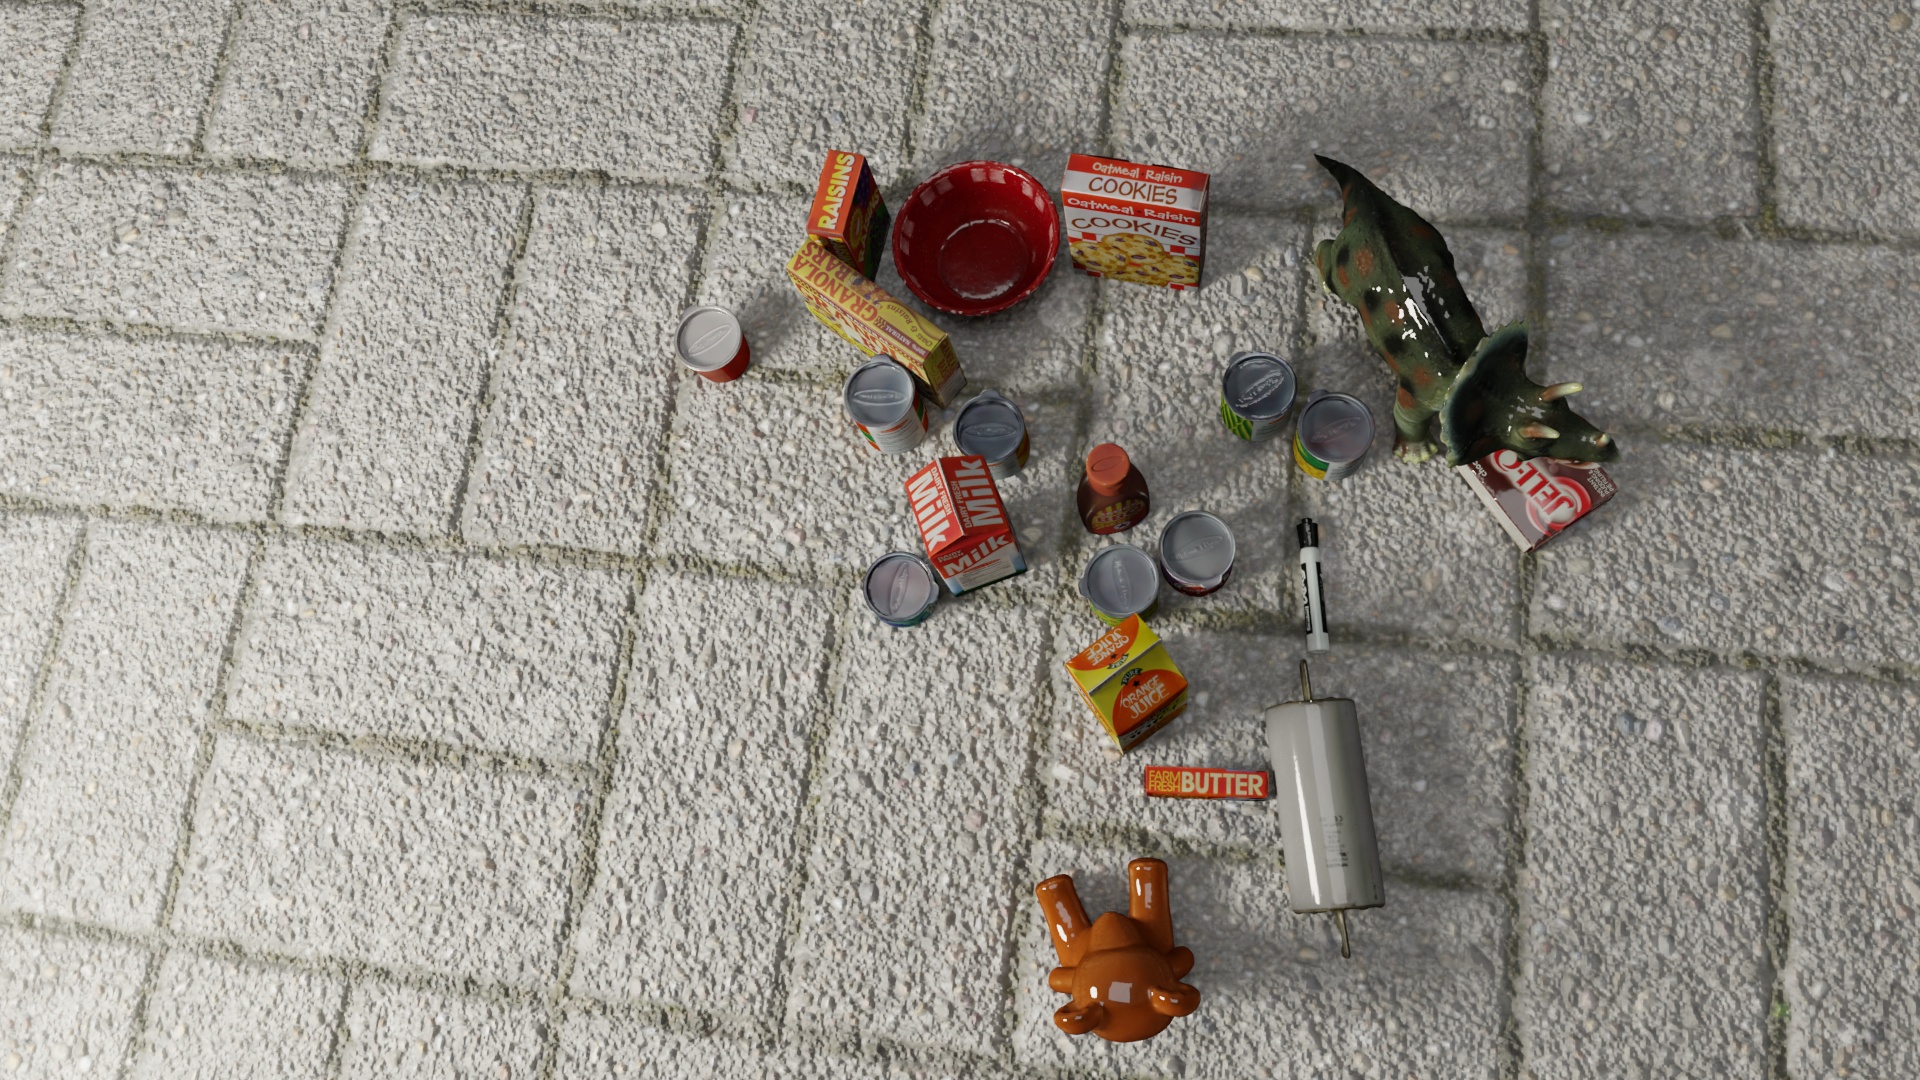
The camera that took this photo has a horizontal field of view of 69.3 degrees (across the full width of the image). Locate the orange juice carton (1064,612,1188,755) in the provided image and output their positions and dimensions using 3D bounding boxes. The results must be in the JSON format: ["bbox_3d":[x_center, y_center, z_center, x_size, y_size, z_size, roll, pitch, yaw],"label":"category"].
[{"bbox_3d":[0.138,0.118,1.139,0.072,0.192,0.073,-35,73,-2],"label":"orange juice carton"}]

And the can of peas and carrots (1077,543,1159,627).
[{"bbox_3d":[0.141,0.042,1.229,0.071,0.058,0.071,-2,75,8],"label":"can of peas and carrots"}]

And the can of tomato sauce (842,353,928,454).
[{"bbox_3d":[-0.068,-0.125,1.293,0.071,0.083,0.071,-2,75,8],"label":"can of tomato sauce"}]

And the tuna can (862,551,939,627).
[{"bbox_3d":[-0.052,0.046,1.270,0.071,0.032,0.071,-2,75,8],"label":"tuna can"}]

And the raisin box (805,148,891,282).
[{"bbox_3d":[-0.106,-0.303,1.326,0.040,0.123,0.086,12,77,11],"label":"raisin box"}]

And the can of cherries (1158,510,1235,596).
[{"bbox_3d":[0.209,0.015,1.227,0.071,0.058,0.071,-2,75,8],"label":"can of cherries"}]

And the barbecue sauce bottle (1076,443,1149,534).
[{"bbox_3d":[0.131,-0.046,1.208,0.065,0.148,0.044,-19,73,3],"label":"barbecue sauce bottle"}]

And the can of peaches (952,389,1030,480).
[{"bbox_3d":[0.030,-0.097,1.284,0.071,0.058,0.071,-2,75,8],"label":"can of peaches"}]

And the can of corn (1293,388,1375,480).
[{"bbox_3d":[0.331,-0.094,1.238,0.071,0.058,0.071,-2,75,8],"label":"can of corn"}]

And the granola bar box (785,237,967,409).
[{"bbox_3d":[-0.077,-0.199,1.293,0.166,0.124,0.039,36,83,16],"label":"granola bar box"}]

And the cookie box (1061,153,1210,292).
[{"bbox_3d":[0.160,-0.286,1.259,0.123,0.167,0.040,11,78,11],"label":"cookie box"}]

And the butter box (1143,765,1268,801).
[{"bbox_3d":[0.208,0.206,1.177,0.103,0.053,0.024,1,76,9],"label":"butter box"}]

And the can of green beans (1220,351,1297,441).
[{"bbox_3d":[0.269,-0.130,1.257,0.071,0.057,0.071,-2,75,8],"label":"can of green beans"}]

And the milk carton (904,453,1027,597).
[{"bbox_3d":[0.004,-0.015,1.196,0.073,0.190,0.072,-20,73,3],"label":"milk carton"}]

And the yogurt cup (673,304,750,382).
[{"bbox_3d":[-0.238,-0.188,1.351,0.072,0.054,0.072,-2,75,8],"label":"yogurt cup"}]
